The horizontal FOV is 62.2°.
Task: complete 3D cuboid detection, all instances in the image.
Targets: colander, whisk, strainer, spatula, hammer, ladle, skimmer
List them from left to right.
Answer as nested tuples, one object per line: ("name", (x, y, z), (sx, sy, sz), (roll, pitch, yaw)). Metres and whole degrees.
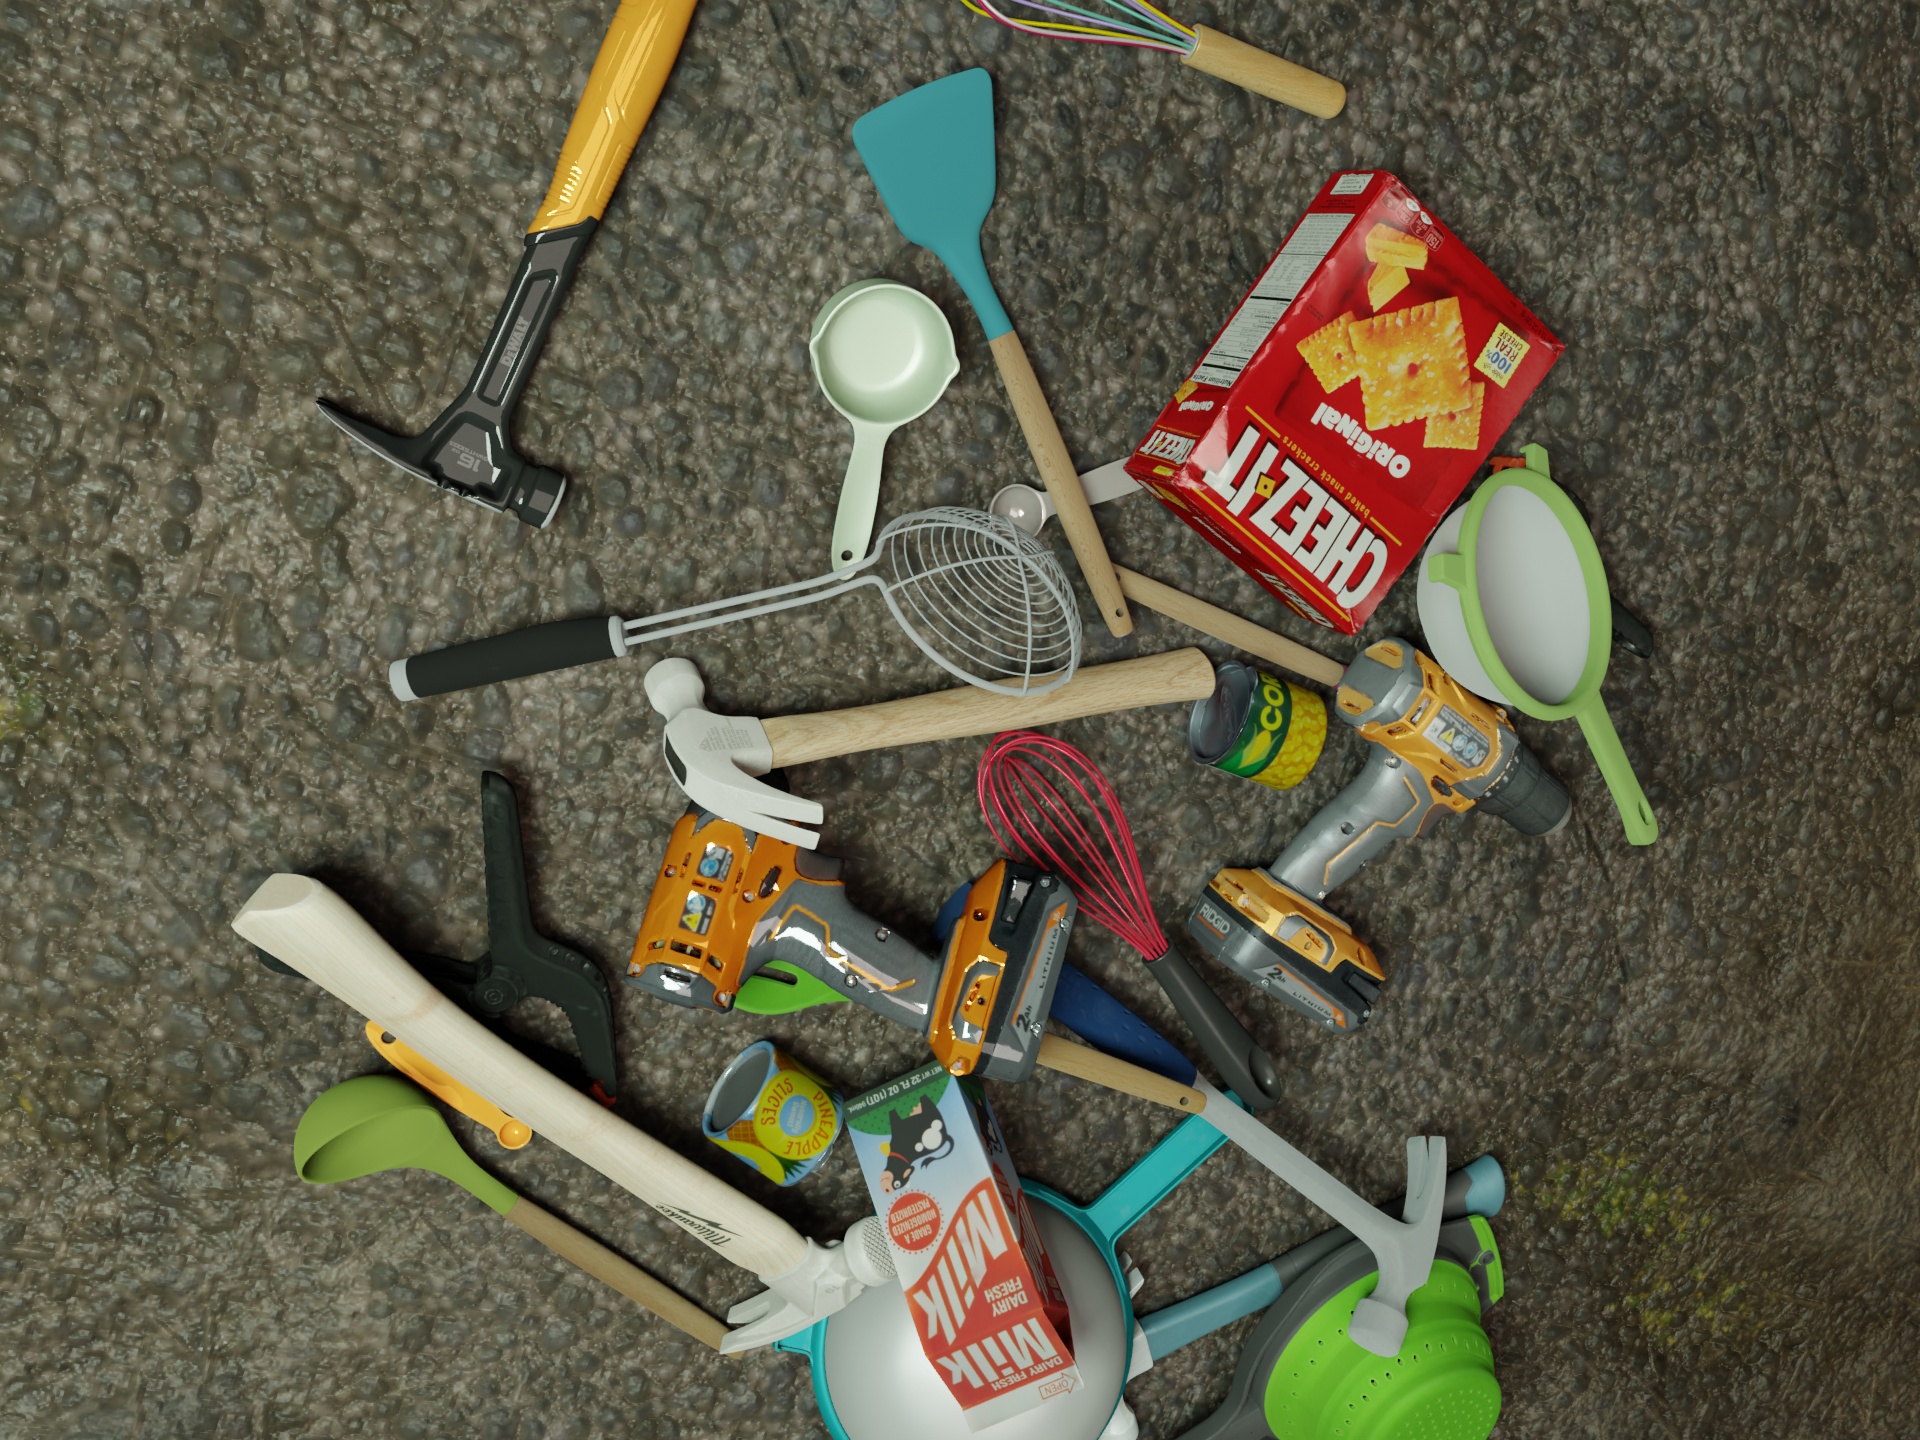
("ladle", (-0.244, 0.305, 0.927), (0.078, 0.062, 0.320), (-39, 116, 16))
("hammer", (-0.224, 0.224, 0.884), (0.146, 0.038, 0.410), (-36, 114, 28))
("hammer", (-0.199, -0.272, 0.800), (0.127, 0.034, 0.337), (24, 96, -22))
("skimmer", (-0.117, -0.040, 0.860), (0.363, 0.127, 0.090), (-12, 142, 2))
("hammer", (-0.001, -0.003, 0.901), (0.331, 0.130, 0.031), (-9, 136, -22))
("spatula", (0.035, -0.189, 0.878), (0.082, 0.044, 0.317), (-28, 105, -13))
("strainer", (0.065, 0.353, 0.986), (0.340, 0.095, 0.211), (-40, 94, -9))
("whisk", (0.108, 0.124, 0.959), (0.073, 0.073, 0.295), (-38, 103, -4))
("whisk", (0.105, -0.374, 0.866), (0.244, 0.051, 0.047), (11, 122, -23))
("hammer", (0.152, 0.231, 1.005), (0.405, 0.035, 0.144), (38, 61, -13))
("hammer", (0.231, 0.383, 1.102), (0.331, 0.033, 0.128), (-20, 110, -11))
("colander", (0.226, 0.492, 1.071), (0.397, 0.095, 0.204), (-29, 125, -8))
("strainer", (0.347, -0.028, 0.967), (0.151, 0.069, 0.256), (-44, 111, -36))

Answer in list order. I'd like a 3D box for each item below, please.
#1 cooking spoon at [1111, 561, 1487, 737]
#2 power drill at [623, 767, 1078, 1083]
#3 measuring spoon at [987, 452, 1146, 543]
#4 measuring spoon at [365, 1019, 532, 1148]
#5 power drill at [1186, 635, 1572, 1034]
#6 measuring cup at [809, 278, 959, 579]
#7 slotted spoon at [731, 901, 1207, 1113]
("cooking spoon", (0.215, -0.037, 0.994), (0.318, 0.017, 0.069), (21, 97, -21))
("power drill", (-0.055, 0.102, 0.889), (0.226, 0.084, 0.164), (17, 77, -3))
("measuring spoon", (0.070, -0.135, 0.930), (0.124, 0.018, 0.034), (-21, 106, -18))
("measuring spoon", (-0.293, 0.207, 0.912), (0.021, 0.011, 0.116), (-47, 108, -2))
("power drill", (0.272, 0.084, 1.005), (0.185, 0.084, 0.226), (32, 94, -24))
("measuring cup", (-0.053, -0.161, 0.877), (0.083, 0.038, 0.167), (4, 117, -18))
("slotted spoon", (-0.002, 0.177, 0.940), (0.313, 0.031, 0.070), (20, 99, -4))
